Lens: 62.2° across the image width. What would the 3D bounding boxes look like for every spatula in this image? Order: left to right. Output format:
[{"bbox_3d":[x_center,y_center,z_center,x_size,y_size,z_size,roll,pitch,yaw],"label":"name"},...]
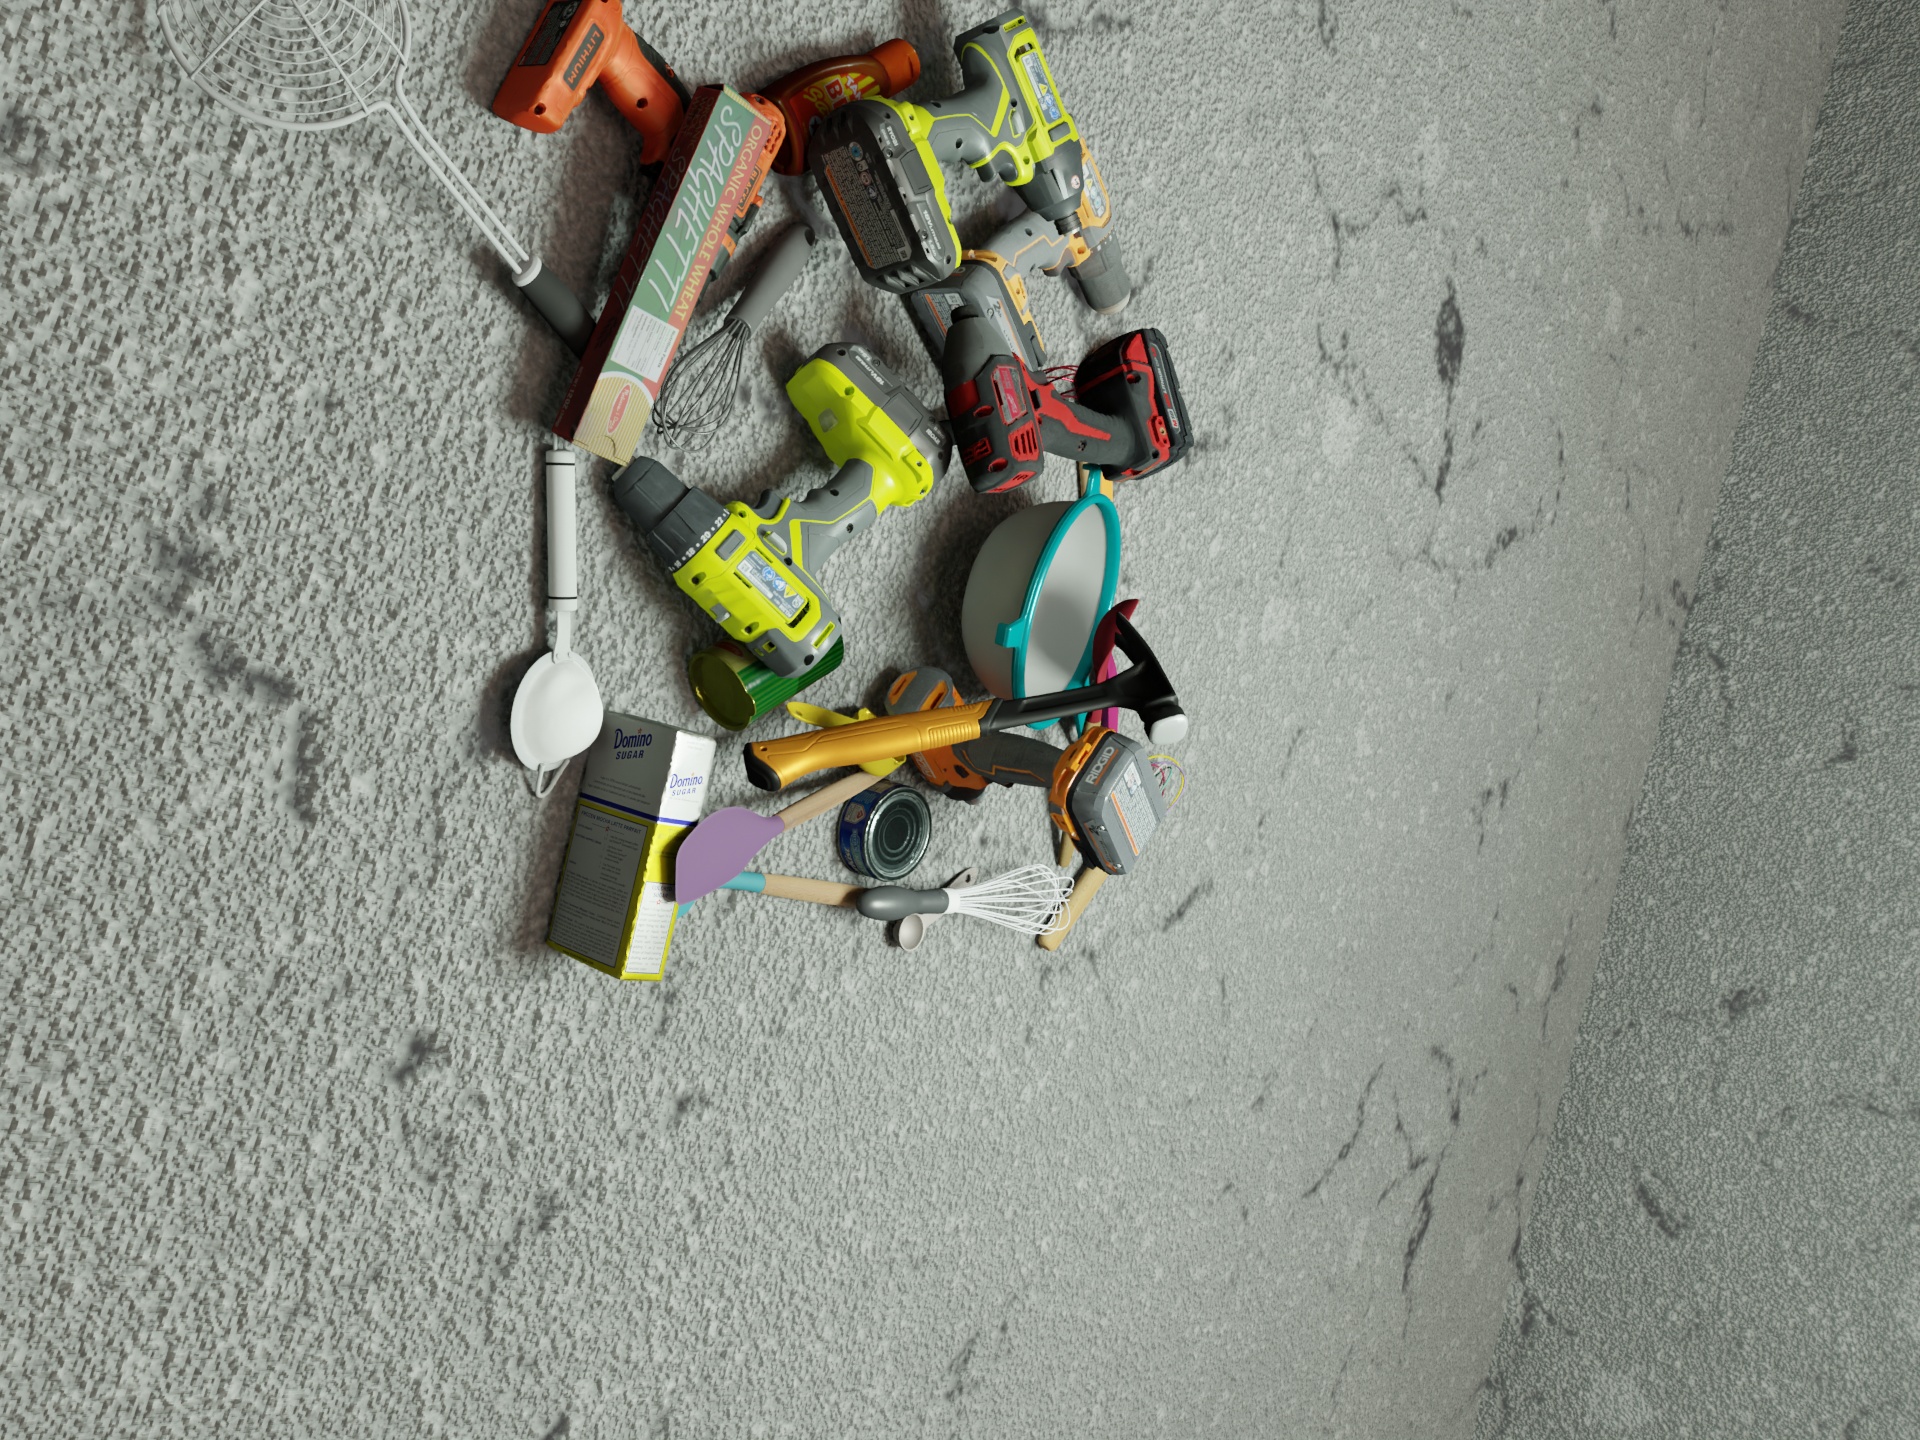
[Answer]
[{"bbox_3d":[-0.137,0.138,1.281,0.317,0.044,0.082,15,85,-50],"label":"spatula"},{"bbox_3d":[-0.128,0.071,1.221,0.316,0.018,0.059,-26,123,-63],"label":"spatula"}]

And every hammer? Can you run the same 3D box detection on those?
[{"bbox_3d":[-0.002,-0.004,1.229,0.337,0.127,0.034,-11,136,-12],"label":"hammer"}]

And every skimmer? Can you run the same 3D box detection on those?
[{"bbox_3d":[-0.319,-0.322,0.971,0.127,0.090,0.362,-61,147,-17],"label":"skimmer"}]

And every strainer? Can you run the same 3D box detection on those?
[{"bbox_3d":[-0.270,-0.072,1.083,0.087,0.050,0.258,-15,108,-62],"label":"strainer"},{"bbox_3d":[0.068,-0.072,1.440,0.211,0.095,0.340,-62,158,-24],"label":"strainer"}]

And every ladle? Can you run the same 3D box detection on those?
[{"bbox_3d":[0.121,0.018,1.483,0.069,0.031,0.315,-57,161,-50],"label":"ladle"}]

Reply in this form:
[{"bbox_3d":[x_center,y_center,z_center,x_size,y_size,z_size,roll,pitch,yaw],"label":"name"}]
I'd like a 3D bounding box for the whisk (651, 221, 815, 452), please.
[{"bbox_3d":[-0.156,-0.278,1.133,0.055,0.055,0.239,57,45,-40],"label":"whisk"}]

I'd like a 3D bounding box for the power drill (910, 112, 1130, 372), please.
[{"bbox_3d":[0.066,-0.376,1.357,0.226,0.084,0.185,-58,138,-27],"label":"power drill"}]

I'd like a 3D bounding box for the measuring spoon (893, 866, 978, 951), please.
[{"bbox_3d":[-0.024,0.167,1.443,0.124,0.018,0.034,-38,123,-45],"label":"measuring spoon"}]

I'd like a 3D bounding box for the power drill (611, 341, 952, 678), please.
[{"bbox_3d":[-0.127,-0.170,1.166,0.190,0.080,0.228,45,62,-15],"label":"power drill"}]

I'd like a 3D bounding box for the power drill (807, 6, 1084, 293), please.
[{"bbox_3d":[0.004,-0.418,1.197,0.223,0.080,0.171,-41,116,-35],"label":"power drill"}]

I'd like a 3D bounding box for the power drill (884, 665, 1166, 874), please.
[{"bbox_3d":[0.054,0.047,1.333,0.084,0.227,0.164,-55,145,-21],"label":"power drill"}]

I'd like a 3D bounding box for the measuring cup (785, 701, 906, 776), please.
[{"bbox_3d":[-0.099,0.012,1.273,0.029,0.062,0.156,-42,152,17],"label":"measuring cup"}]

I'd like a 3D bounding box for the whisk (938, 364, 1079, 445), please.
[{"bbox_3d":[0.024,-0.253,1.355,0.296,0.073,0.073,-21,115,-38],"label":"whisk"}]

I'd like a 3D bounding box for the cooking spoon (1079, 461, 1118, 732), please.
[{"bbox_3d":[0.135,-0.109,1.541,0.069,0.017,0.318,-56,142,-65],"label":"cooking spoon"}]

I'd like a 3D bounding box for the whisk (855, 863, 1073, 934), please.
[{"bbox_3d":[0.007,0.160,1.427,0.284,0.070,0.070,6,95,-49],"label":"whisk"}]

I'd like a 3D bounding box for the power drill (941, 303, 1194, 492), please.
[{"bbox_3d":[0.077,-0.255,1.257,0.219,0.078,0.143,-10,82,-43],"label":"power drill"}]

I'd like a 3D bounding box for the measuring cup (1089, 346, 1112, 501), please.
[{"bbox_3d":[0.157,-0.266,1.485,0.095,0.052,0.173,4,86,-52],"label":"measuring cup"}]

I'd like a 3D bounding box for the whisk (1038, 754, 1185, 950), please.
[{"bbox_3d":[0.150,0.131,1.613,0.047,0.051,0.245,46,68,-21],"label":"whisk"}]
